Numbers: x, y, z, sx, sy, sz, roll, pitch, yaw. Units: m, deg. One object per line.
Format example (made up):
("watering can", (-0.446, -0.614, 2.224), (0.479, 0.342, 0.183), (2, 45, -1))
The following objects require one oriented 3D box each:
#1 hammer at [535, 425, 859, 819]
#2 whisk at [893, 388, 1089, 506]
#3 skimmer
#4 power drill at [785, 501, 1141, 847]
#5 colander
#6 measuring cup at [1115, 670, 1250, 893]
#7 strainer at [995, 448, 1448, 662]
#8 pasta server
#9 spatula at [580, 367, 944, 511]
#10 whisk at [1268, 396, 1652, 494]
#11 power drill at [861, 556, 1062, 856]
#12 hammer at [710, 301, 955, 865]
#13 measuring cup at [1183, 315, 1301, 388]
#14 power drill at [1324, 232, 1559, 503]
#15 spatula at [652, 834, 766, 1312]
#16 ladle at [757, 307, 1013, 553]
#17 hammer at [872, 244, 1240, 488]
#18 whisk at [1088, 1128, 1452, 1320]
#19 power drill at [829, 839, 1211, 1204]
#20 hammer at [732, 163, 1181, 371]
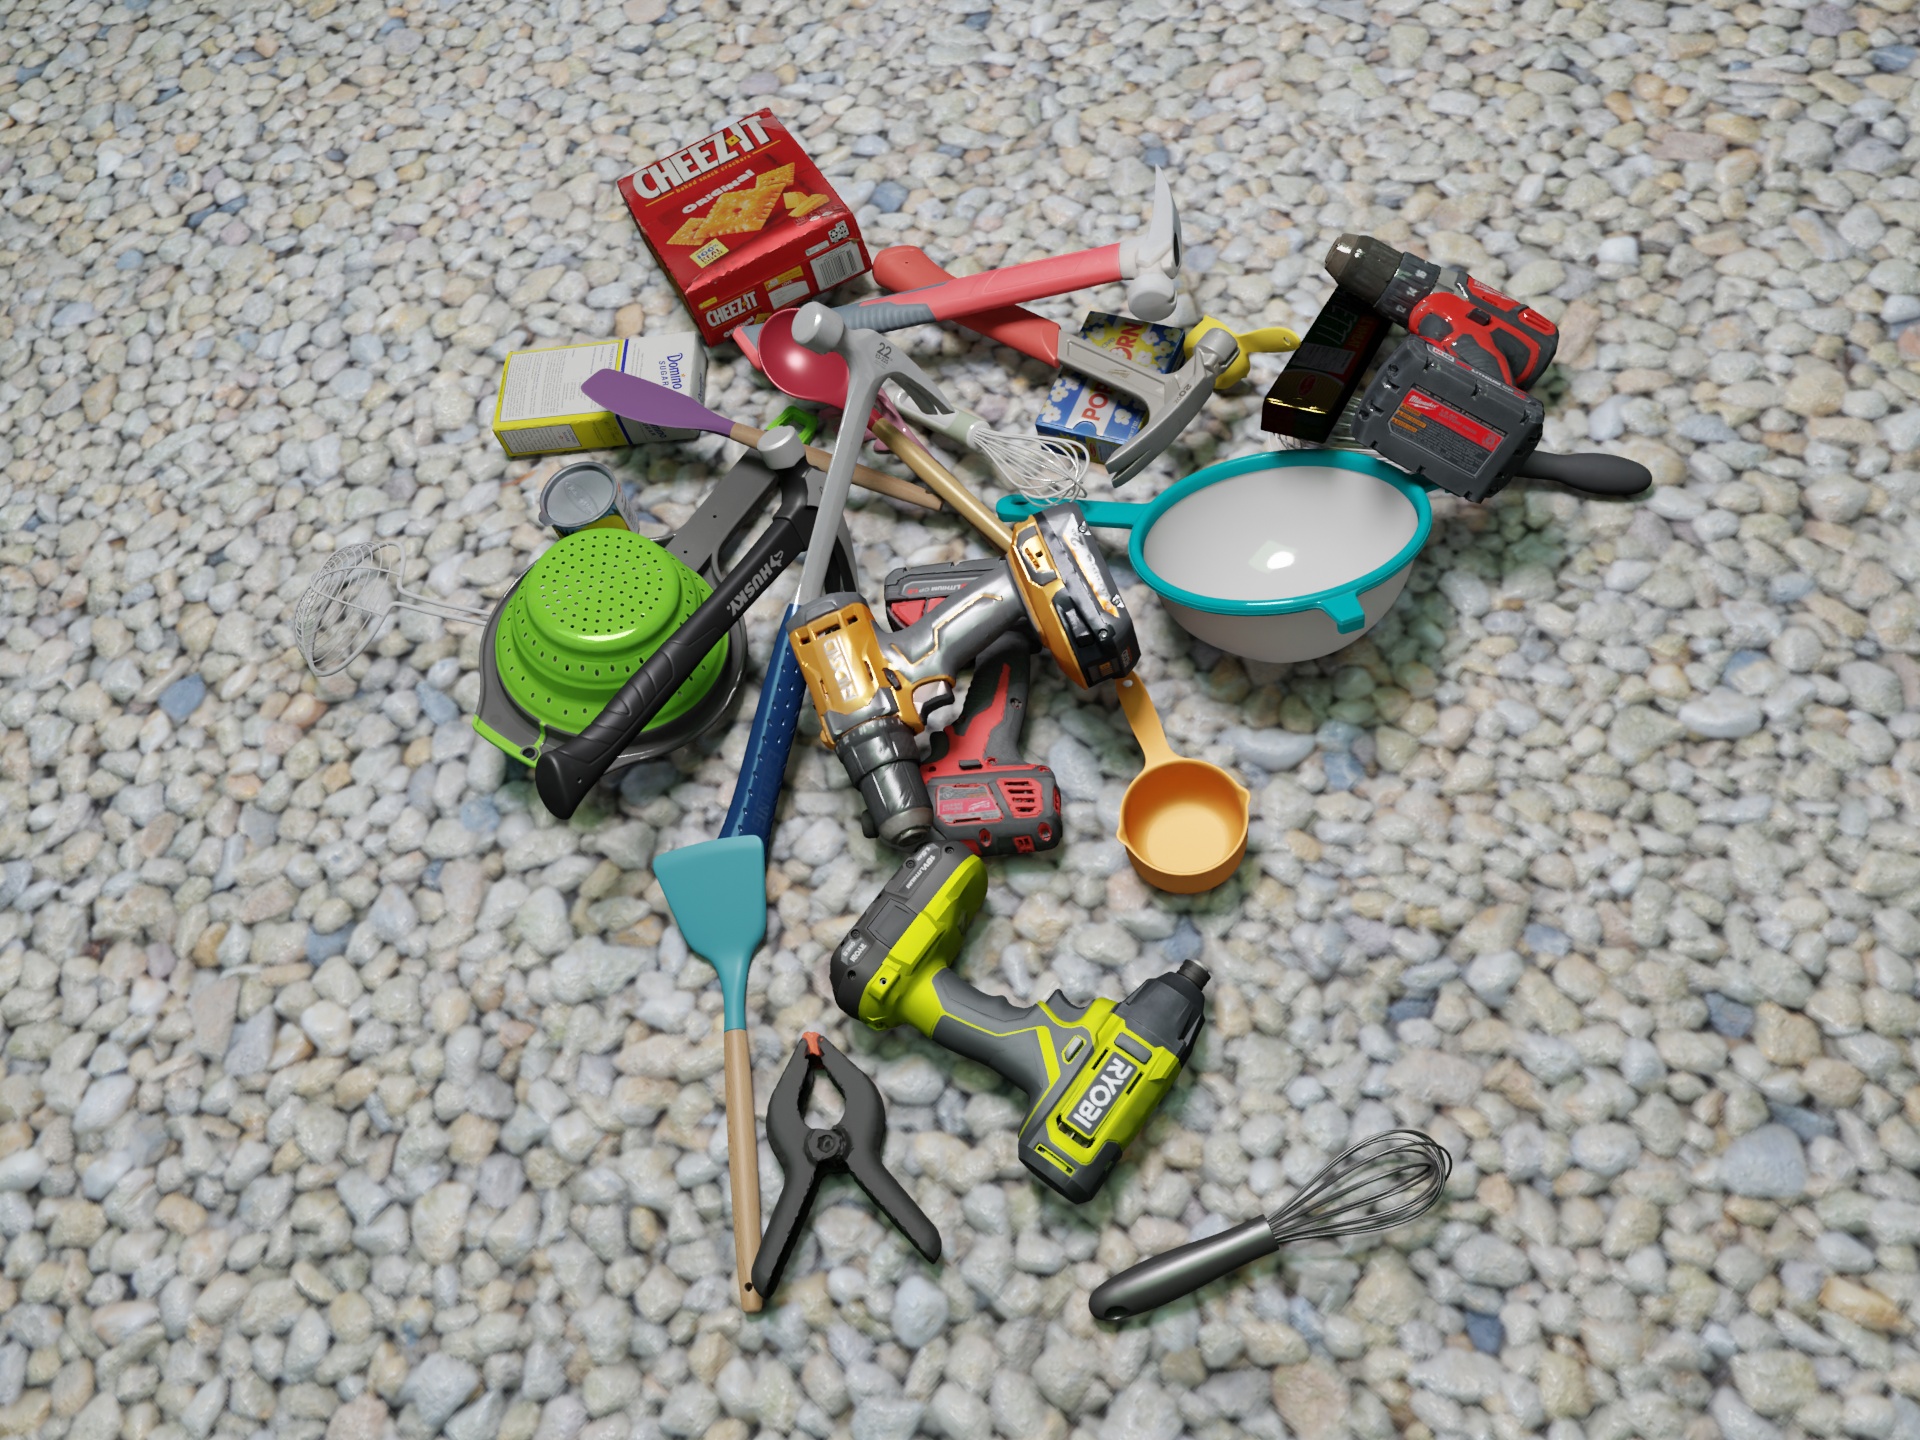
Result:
("hammer", (-0.188, -0.057, 1.152), (0.035, 0.146, 0.335), (8, 49, 38))
("whisk", (0.019, -0.224, 1.262), (0.058, 0.059, 0.247), (-54, 45, -1))
("skimmer", (-0.371, -0.068, 1.293), (0.363, 0.090, 0.127), (11, 66, 5))
("power drill", (0.008, -0.031, 1.092), (0.226, 0.084, 0.185), (-23, 68, 4))
("colander", (-0.225, -0.135, 1.232), (0.204, 0.094, 0.397), (27, 60, 11))
("measuring cup", (0.144, 0.042, 1.121), (0.095, 0.052, 0.174), (-19, 58, 0))
("strainer", (0.179, -0.115, 1.181), (0.340, 0.095, 0.211), (10, 43, 33))
("pasta server", (-0.014, -0.187, 1.284), (0.040, 0.060, 0.316), (-21, 58, -36))
("spatula", (-0.161, -0.225, 1.286), (0.316, 0.018, 0.060), (20, 42, 8))
("whisk", (0.378, -0.204, 1.210), (0.284, 0.070, 0.070), (10, 64, 10))
("power drill", (-0.002, -0.004, 1.162), (0.143, 0.078, 0.220), (-6, 64, 8))
("hammer", (-0.107, -0.092, 1.179), (0.035, 0.144, 0.405), (7, 81, 49))
("measuring cup", (0.219, -0.287, 1.243), (0.029, 0.062, 0.157), (-40, 17, -6))
("power drill", (0.343, -0.272, 1.163), (0.188, 0.080, 0.227), (28, 41, 0))
("spatula", (-0.156, 0.234, 1.077), (0.082, 0.044, 0.318), (-12, 61, 5))
("ladle", (-0.048, -0.221, 1.266), (0.316, 0.031, 0.069), (44, 96, 19))
("hammer", (0.048, -0.313, 1.307), (0.359, 0.036, 0.149), (34, 76, 35))
("whisk", (0.187, 0.311, 0.969), (0.239, 0.055, 0.055), (-24, 60, 1))
("power drill", (0.041, 0.184, 1.051), (0.223, 0.080, 0.171), (33, 73, 20))
("hammer", (-0.009, -0.358, 1.312), (0.386, 0.038, 0.143), (-7, 58, 21))
